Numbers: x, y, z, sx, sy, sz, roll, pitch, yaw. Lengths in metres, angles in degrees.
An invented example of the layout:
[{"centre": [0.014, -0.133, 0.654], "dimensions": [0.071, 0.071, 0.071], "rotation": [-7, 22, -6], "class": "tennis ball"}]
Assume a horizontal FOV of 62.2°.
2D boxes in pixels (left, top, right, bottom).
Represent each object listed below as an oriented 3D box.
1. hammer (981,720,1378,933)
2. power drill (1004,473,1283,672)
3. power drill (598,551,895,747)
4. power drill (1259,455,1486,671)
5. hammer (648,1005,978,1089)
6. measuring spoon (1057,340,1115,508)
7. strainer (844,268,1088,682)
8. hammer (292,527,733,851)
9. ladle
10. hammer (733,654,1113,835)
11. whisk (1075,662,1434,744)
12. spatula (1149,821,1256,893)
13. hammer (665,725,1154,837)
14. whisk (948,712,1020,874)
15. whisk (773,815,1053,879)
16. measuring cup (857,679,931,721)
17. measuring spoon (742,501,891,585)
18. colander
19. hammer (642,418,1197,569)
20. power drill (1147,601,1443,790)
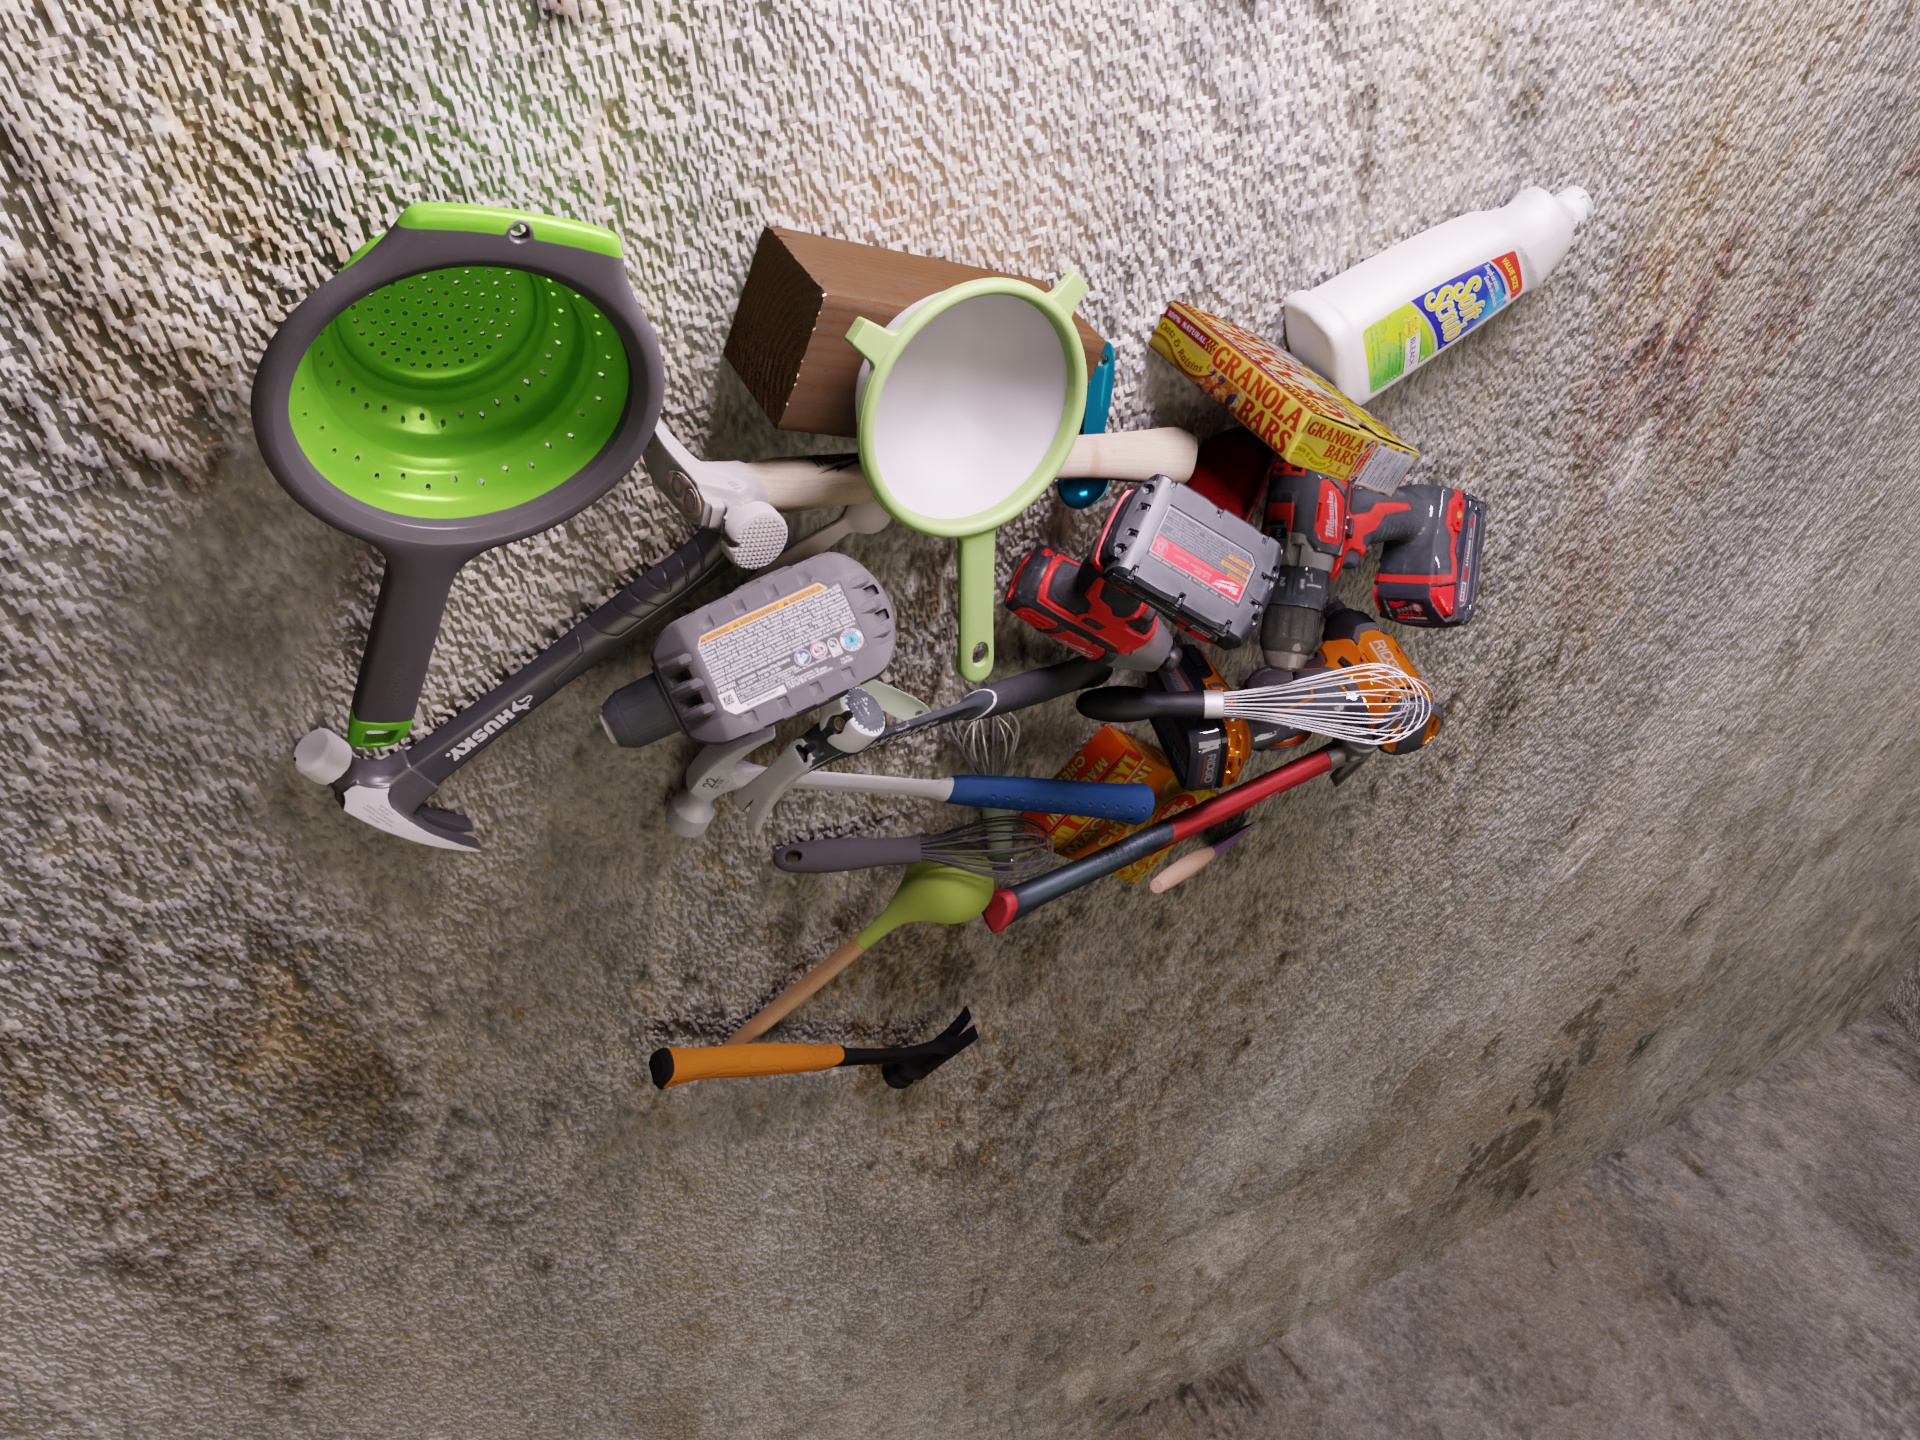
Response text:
[{"centre": [0.196, 0.101, 1.445], "dimensions": [0.386, 0.038, 0.143], "rotation": [-24, 165, -8], "class": "hammer"}, {"centre": [0.129, -0.088, 1.134], "dimensions": [0.143, 0.219, 0.078], "rotation": [29, 74, -12], "class": "power drill"}, {"centre": [-0.135, -0.034, 0.992], "dimensions": [0.190, 0.080, 0.228], "rotation": [-25, -176, -10], "class": "power drill"}, {"centre": [0.328, -0.124, 1.301], "dimensions": [0.226, 0.080, 0.188], "rotation": [7, 91, -40], "class": "power drill"}, {"centre": [-0.136, 0.310, 1.467], "dimensions": [0.336, 0.034, 0.127], "rotation": [9, 140, -44], "class": "hammer"}, {"centre": [0.092, -0.215, 1.148], "dimensions": [0.042, 0.021, 0.128], "rotation": [-10, 126, -25], "class": "measuring spoon"}, {"centre": [-0.005, -0.142, 0.940], "dimensions": [0.151, 0.069, 0.256], "rotation": [-21, 130, -25], "class": "strainer"}, {"centre": [-0.262, -0.035, 1.058], "dimensions": [0.335, 0.035, 0.146], "rotation": [-36, 141, 1], "class": "hammer"}, {"centre": [-0.100, 0.214, 1.418], "dimensions": [0.320, 0.078, 0.062], "rotation": [-40, 153, 18], "class": "ladle"}, {"centre": [-0.002, -0.004, 1.162], "dimensions": [0.149, 0.036, 0.409], "rotation": [-38, 169, 34], "class": "hammer"}, {"centre": [0.235, -0.012, 1.275], "dimensions": [0.284, 0.070, 0.070], "rotation": [0, 137, 4], "class": "whisk"}, {"centre": [0.226, 0.126, 1.482], "dimensions": [0.060, 0.018, 0.316], "rotation": [-37, 170, 21], "class": "spatula"}, {"centre": [-0.017, 0.051, 1.255], "dimensions": [0.405, 0.035, 0.144], "rotation": [5, 142, -30], "class": "hammer"}, {"centre": [0.027, 0.059, 1.361], "dimensions": [0.059, 0.058, 0.246], "rotation": [3, 142, 8], "class": "whisk"}, {"centre": [-0.037, 0.111, 1.328], "dimensions": [0.239, 0.055, 0.055], "rotation": [-2, 133, -11], "class": "whisk"}, {"centre": [-0.078, -0.036, 1.188], "dimensions": [0.083, 0.038, 0.167], "rotation": [-45, 142, 12], "class": "measuring cup"}, {"centre": [-0.098, -0.117, 1.103], "dimensions": [0.124, 0.018, 0.034], "rotation": [-34, 142, -1], "class": "measuring spoon"}, {"centre": [-0.300, -0.139, 0.887], "dimensions": [0.204, 0.095, 0.397], "rotation": [-2, 141, -34], "class": "colander"}, {"centre": [-0.006, -0.172, 1.046], "dimensions": [0.410, 0.146, 0.038], "rotation": [-11, 134, -37], "class": "hammer"}, {"centre": [0.280, -0.029, 1.378], "dimensions": [0.226, 0.164, 0.084], "rotation": [-11, 138, -9], "class": "power drill"}]
